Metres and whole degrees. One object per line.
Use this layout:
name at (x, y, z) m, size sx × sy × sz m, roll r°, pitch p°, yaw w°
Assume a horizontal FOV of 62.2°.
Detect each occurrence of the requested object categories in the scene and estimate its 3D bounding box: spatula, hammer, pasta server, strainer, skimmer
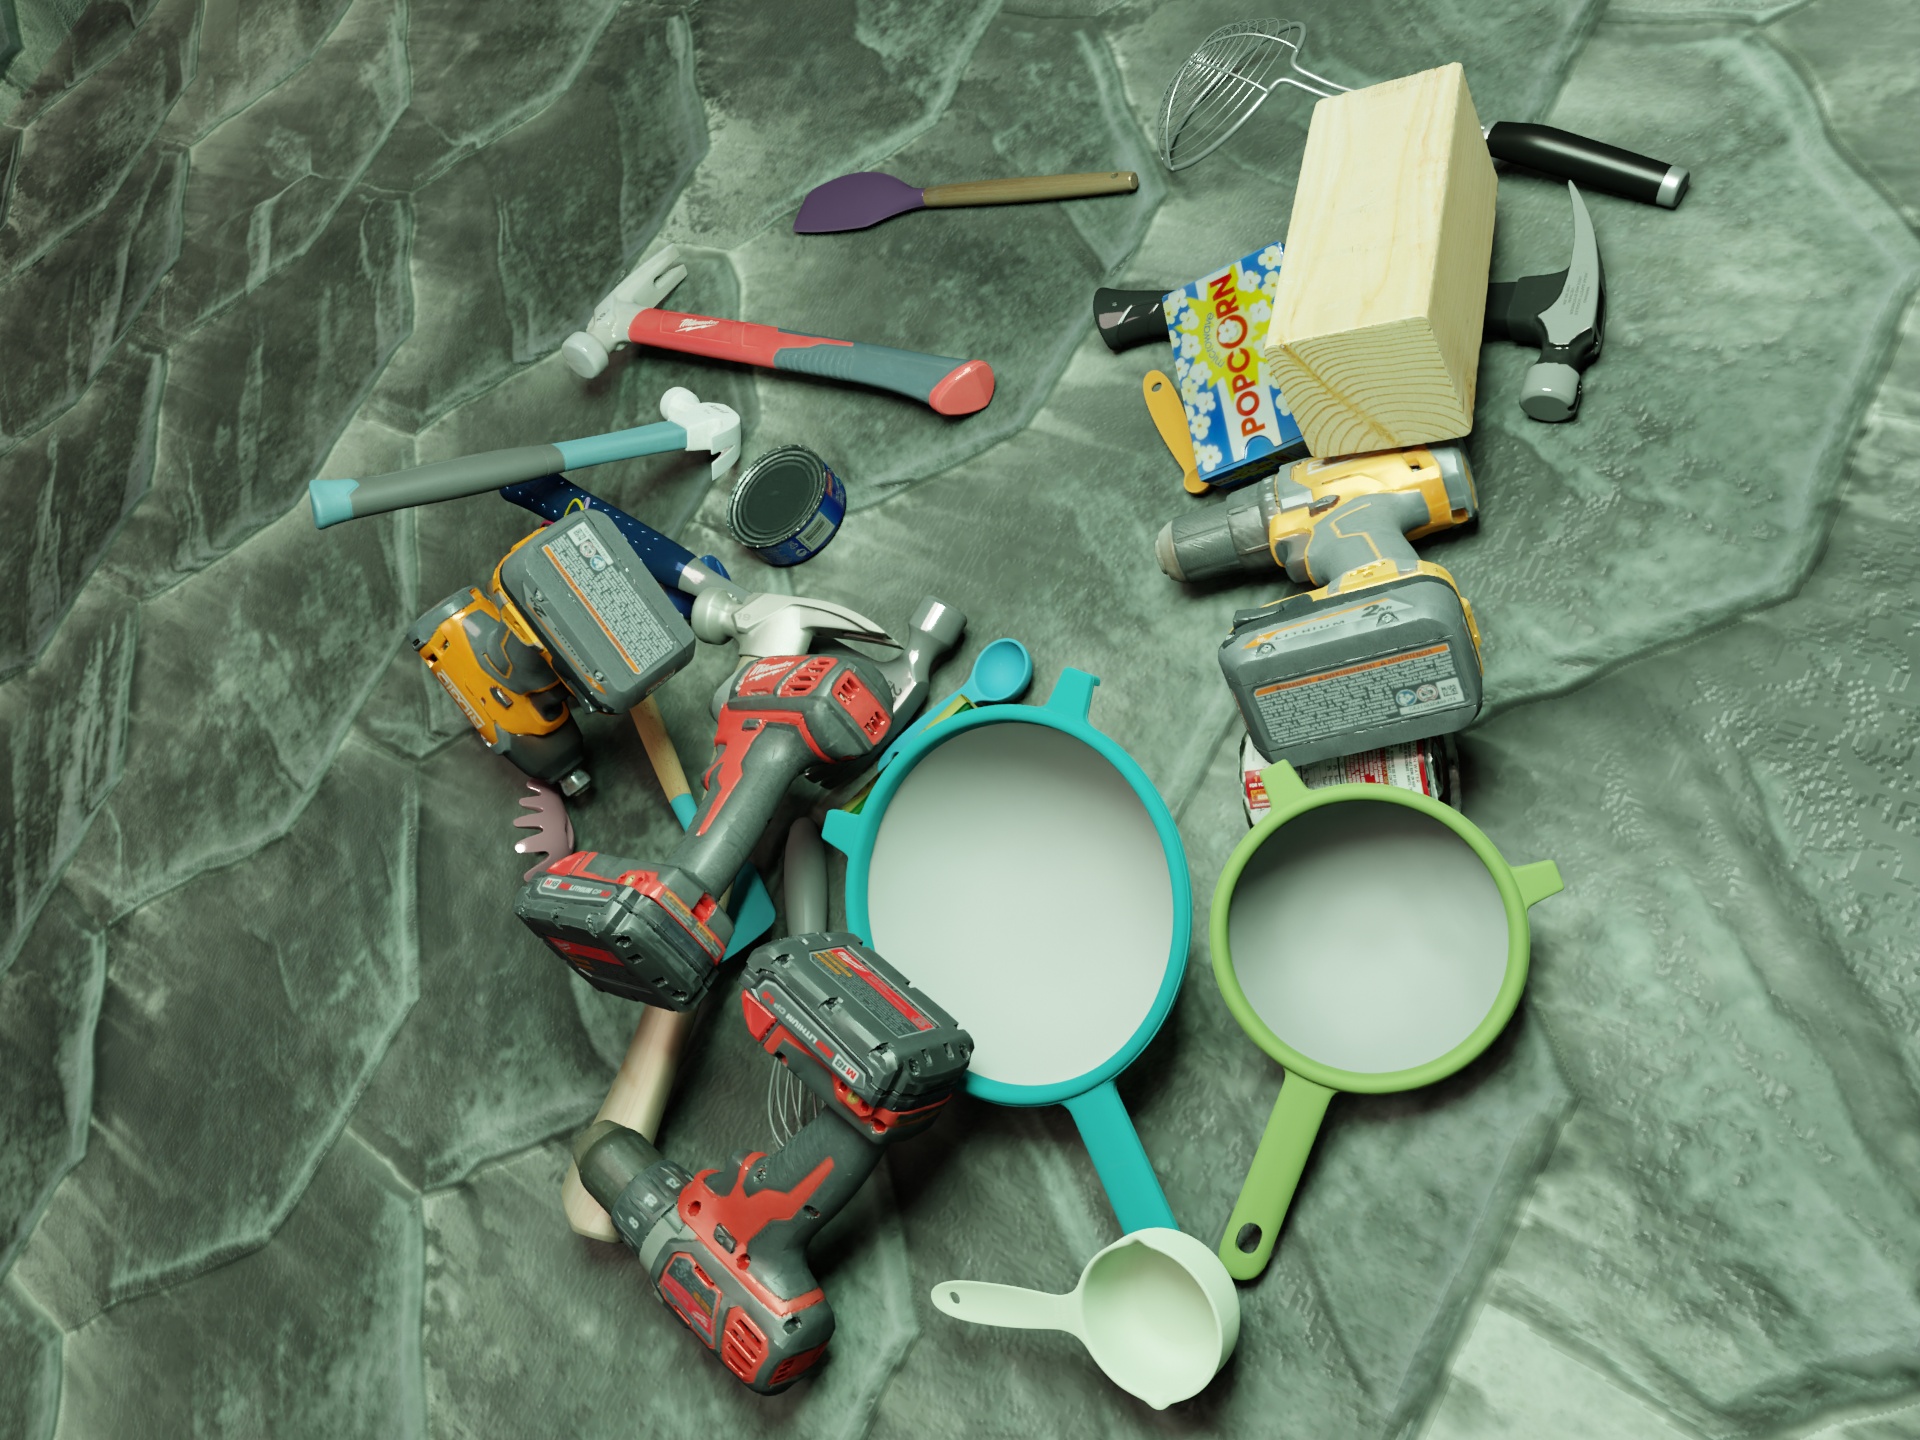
spatula at (-0.204, 0.029, 1.085) m, size 0.082 × 0.044 × 0.318 m, roll -34°, pitch 63°, yaw 13°
hammer at (-0.154, 0.117, 0.990) m, size 0.146 × 0.038 × 0.411 m, roll 10°, pitch 77°, yaw 26°
spatula at (-0.003, -0.407, 1.228) m, size 0.316 × 0.018 × 0.060 m, roll 9°, pitch 70°, yaw 35°
pasta server at (-0.334, 0.001, 1.199) m, size 0.040 × 0.060 × 0.317 m, roll -15°, pitch 50°, yaw -14°
strainer at (0.186, 0.155, 0.802) m, size 0.151 × 0.069 × 0.256 m, roll 21°, pitch 95°, yaw 14°
strainer at (0.071, 0.154, 0.857) m, size 0.211 × 0.095 × 0.340 m, roll -32°, pitch 74°, yaw 28°
skimmer at (0.287, -0.375, 1.032) m, size 0.363 × 0.090 × 0.127 m, roll 29°, pitch 79°, yaw 27°
hammer at (-0.304, -0.186, 1.144) m, size 0.331 × 0.033 × 0.128 m, roll -20°, pitch 36°, yaw -35°
hammer at (-0.131, -0.296, 1.225) m, size 0.386 × 0.038 × 0.143 m, roll 17°, pitch 58°, yaw 32°
hammer at (-0.187, -0.094, 1.117) m, size 0.406 × 0.035 × 0.144 m, roll 30°, pitch 86°, yaw 29°
hammer at (0.232, -0.263, 1.002) m, size 0.335 × 0.035 × 0.146 m, roll 9°, pitch 71°, yaw 34°

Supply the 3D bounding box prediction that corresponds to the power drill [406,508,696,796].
power drill at (-0.268, -0.034, 1.053) m, size 0.084 × 0.164 × 0.226 m, roll -43°, pitch 13°, yaw -37°

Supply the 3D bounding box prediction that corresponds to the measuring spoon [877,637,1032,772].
measuring spoon at (-0.002, -0.003, 1.021) m, size 0.128 × 0.021 × 0.042 m, roll -39°, pitch 52°, yaw 19°

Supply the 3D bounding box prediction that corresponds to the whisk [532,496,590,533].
whisk at (-0.296, -0.099, 1.148) m, size 0.051 × 0.047 × 0.245 m, roll -37°, pitch 2°, yaw -27°

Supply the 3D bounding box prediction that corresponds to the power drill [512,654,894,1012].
power drill at (-0.144, 0.050, 0.908) m, size 0.143 × 0.078 × 0.220 m, roll 2°, pitch 48°, yaw 47°

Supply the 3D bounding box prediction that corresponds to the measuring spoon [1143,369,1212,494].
measuring spoon at (0.141, -0.188, 1.034) m, size 0.021 × 0.011 × 0.117 m, roll -30°, pitch 50°, yaw 18°

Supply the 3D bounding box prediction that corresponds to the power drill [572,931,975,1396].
power drill at (-0.113, 0.224, 0.867) m, size 0.188 × 0.080 × 0.226 m, roll 36°, pitch 107°, yaw 28°

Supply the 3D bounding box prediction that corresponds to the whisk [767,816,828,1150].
whisk at (-0.091, 0.162, 0.969) m, size 0.055 × 0.055 × 0.239 m, roll -21°, pitch 52°, yaw 20°

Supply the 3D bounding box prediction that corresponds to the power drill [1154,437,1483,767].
power drill at (0.188, -0.073, 0.862) m, size 0.185 × 0.084 × 0.226 m, roll -14°, pitch 32°, yaw 23°

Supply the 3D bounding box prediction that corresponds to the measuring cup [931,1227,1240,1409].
measuring cup at (0.061, 0.288, 0.790) m, size 0.167 × 0.038 × 0.083 m, roll -9°, pitch 89°, yaw 35°
